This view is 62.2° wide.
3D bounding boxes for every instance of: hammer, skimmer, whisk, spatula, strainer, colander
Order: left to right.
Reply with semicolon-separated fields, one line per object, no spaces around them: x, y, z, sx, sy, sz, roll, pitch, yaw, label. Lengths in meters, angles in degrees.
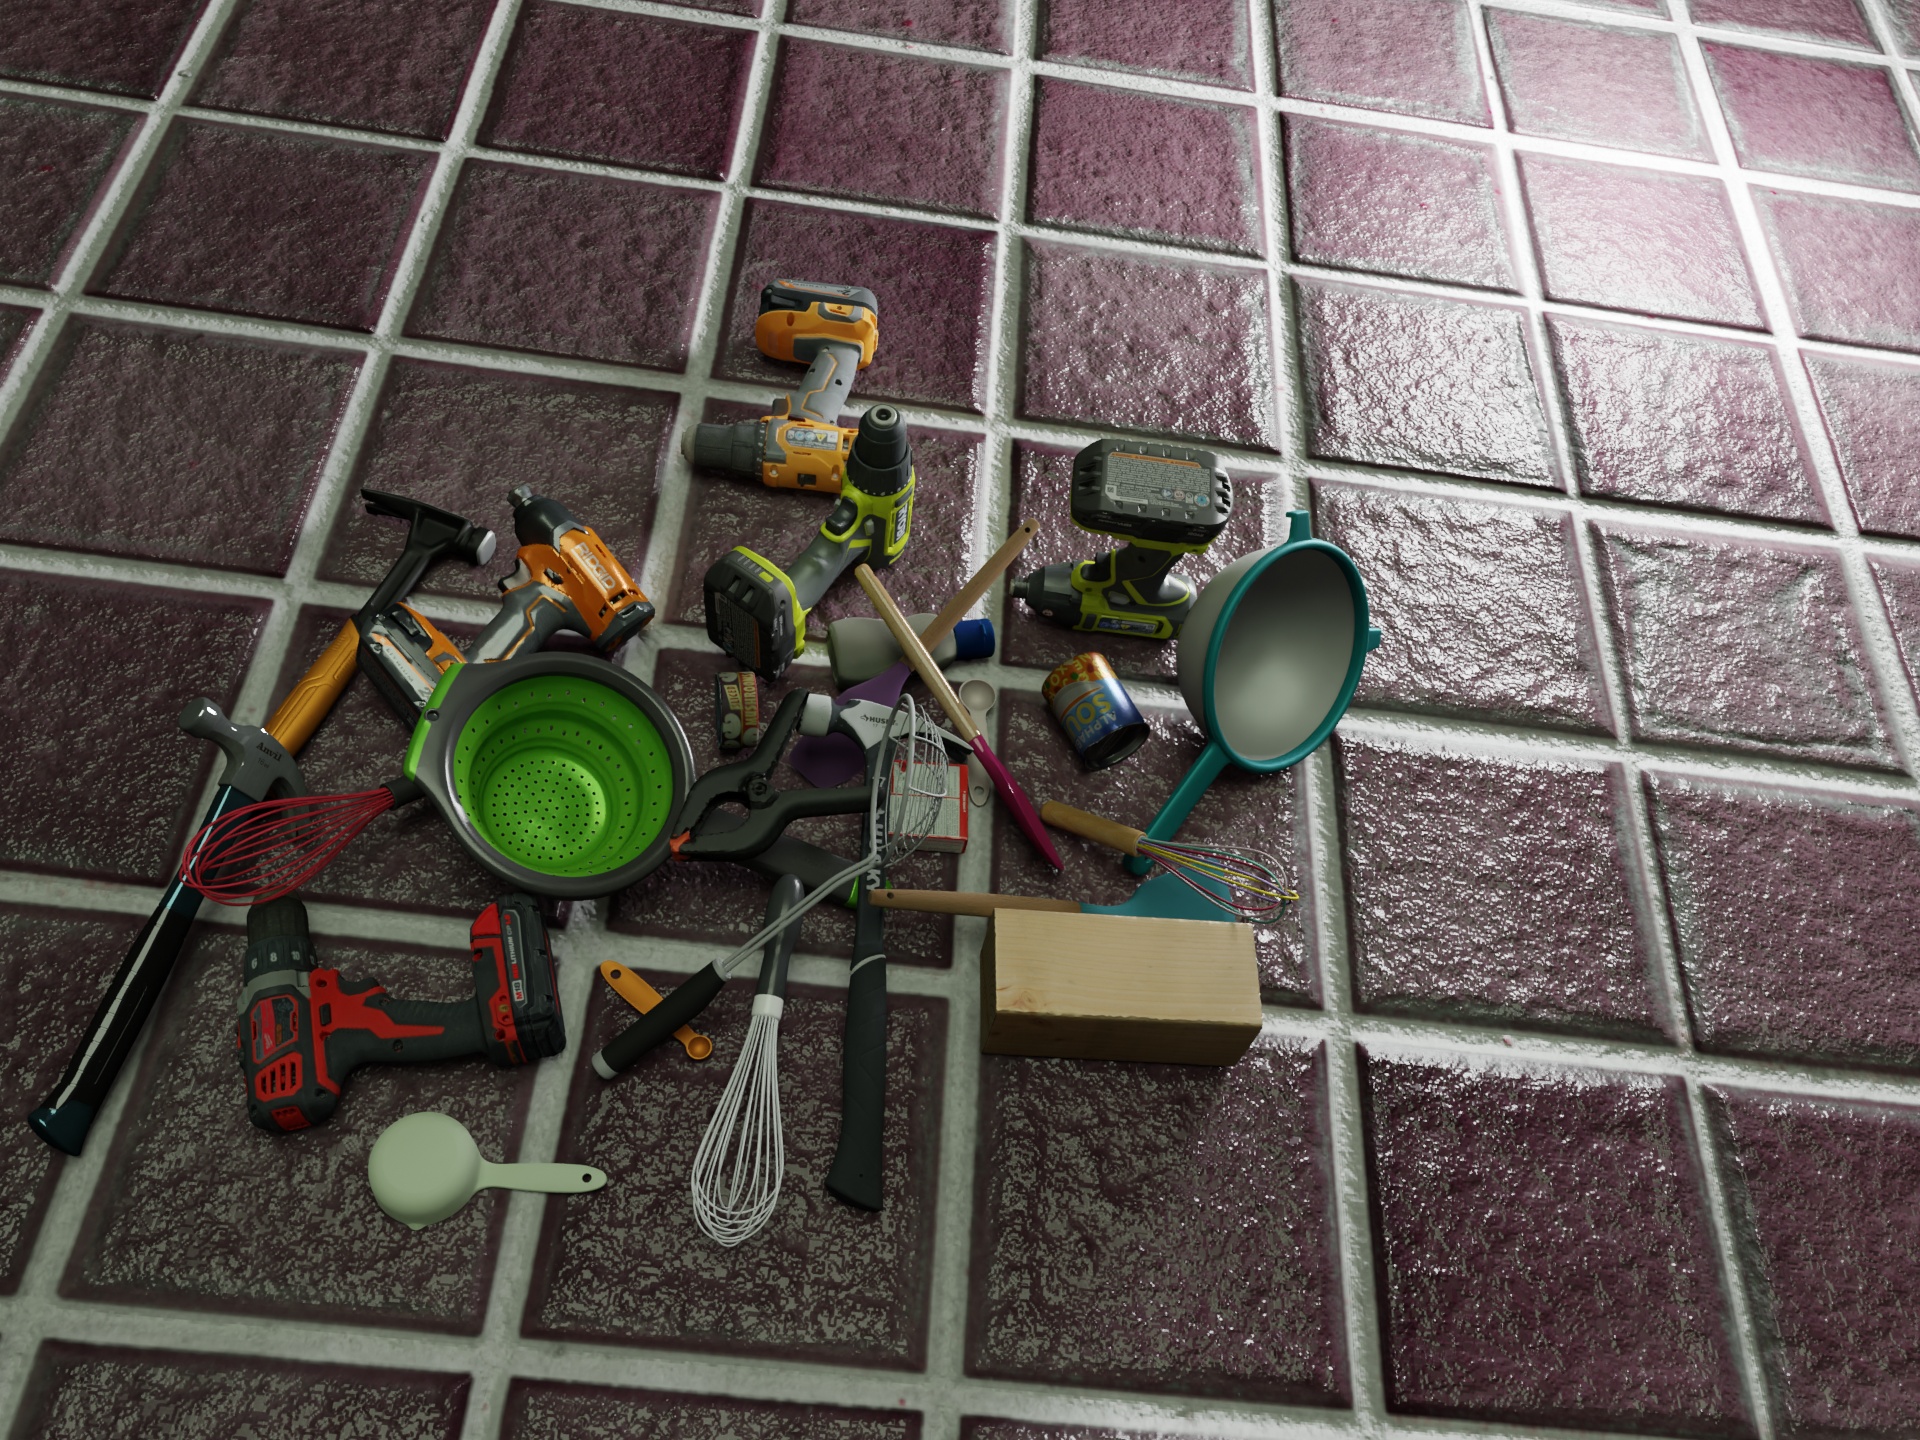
-0.591;0.155;1.180;0.033;0.128;0.331;-1;59;35;hammer
-0.534;-0.060;1.360;0.127;0.034;0.337;20;57;4;hammer
-0.464;0.068;1.243;0.073;0.073;0.296;43;43;18;whisk
-0.249;0.086;1.289;0.397;0.094;0.205;23;58;-15;colander
-0.149;0.128;1.181;0.363;0.127;0.090;-39;110;3;skimmer
-0.150;0.247;1.192;0.070;0.070;0.285;9;62;-3;whisk
-0.067;0.174;1.252;0.149;0.036;0.409;9;64;-15;hammer
-0.031;-0.064;1.405;0.060;0.018;0.316;41;75;-2;spatula
0.077;0.147;1.289;0.317;0.044;0.082;6;58;-25;spatula
0.167;0.110;1.305;0.245;0.051;0.047;18;36;37;whisk
0.224;-0.015;1.407;0.095;0.210;0.340;26;75;48;strainer

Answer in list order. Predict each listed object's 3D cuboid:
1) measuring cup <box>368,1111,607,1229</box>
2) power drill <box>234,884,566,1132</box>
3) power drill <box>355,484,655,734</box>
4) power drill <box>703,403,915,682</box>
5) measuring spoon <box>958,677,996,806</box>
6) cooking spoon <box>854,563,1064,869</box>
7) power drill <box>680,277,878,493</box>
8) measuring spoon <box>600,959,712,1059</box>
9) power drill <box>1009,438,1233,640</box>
-0.339;0.321;1.140;0.167;0.038;0.083;4;57;-4;measuring cup
-0.424;0.193;1.192;0.226;0.080;0.188;-12;60;-12;power drill
-0.396;-0.094;1.356;0.226;0.084;0.164;-39;91;-29;power drill
-0.122;-0.160;1.400;0.080;0.190;0.228;35;63;13;power drill
0.015;0.021;1.408;0.034;0.018;0.124;3;64;-7;measuring spoon
-0.002;-0.004;1.364;0.017;0.068;0.319;-35;78;7;cooking spoon
-0.171;-0.326;1.565;0.185;0.084;0.226;5;61;-4;power drill
-0.238;0.225;1.238;0.117;0.011;0.021;36;58;19;measuring spoon
0.141;-0.150;1.409;0.171;0.223;0.080;7;63;-4;power drill
